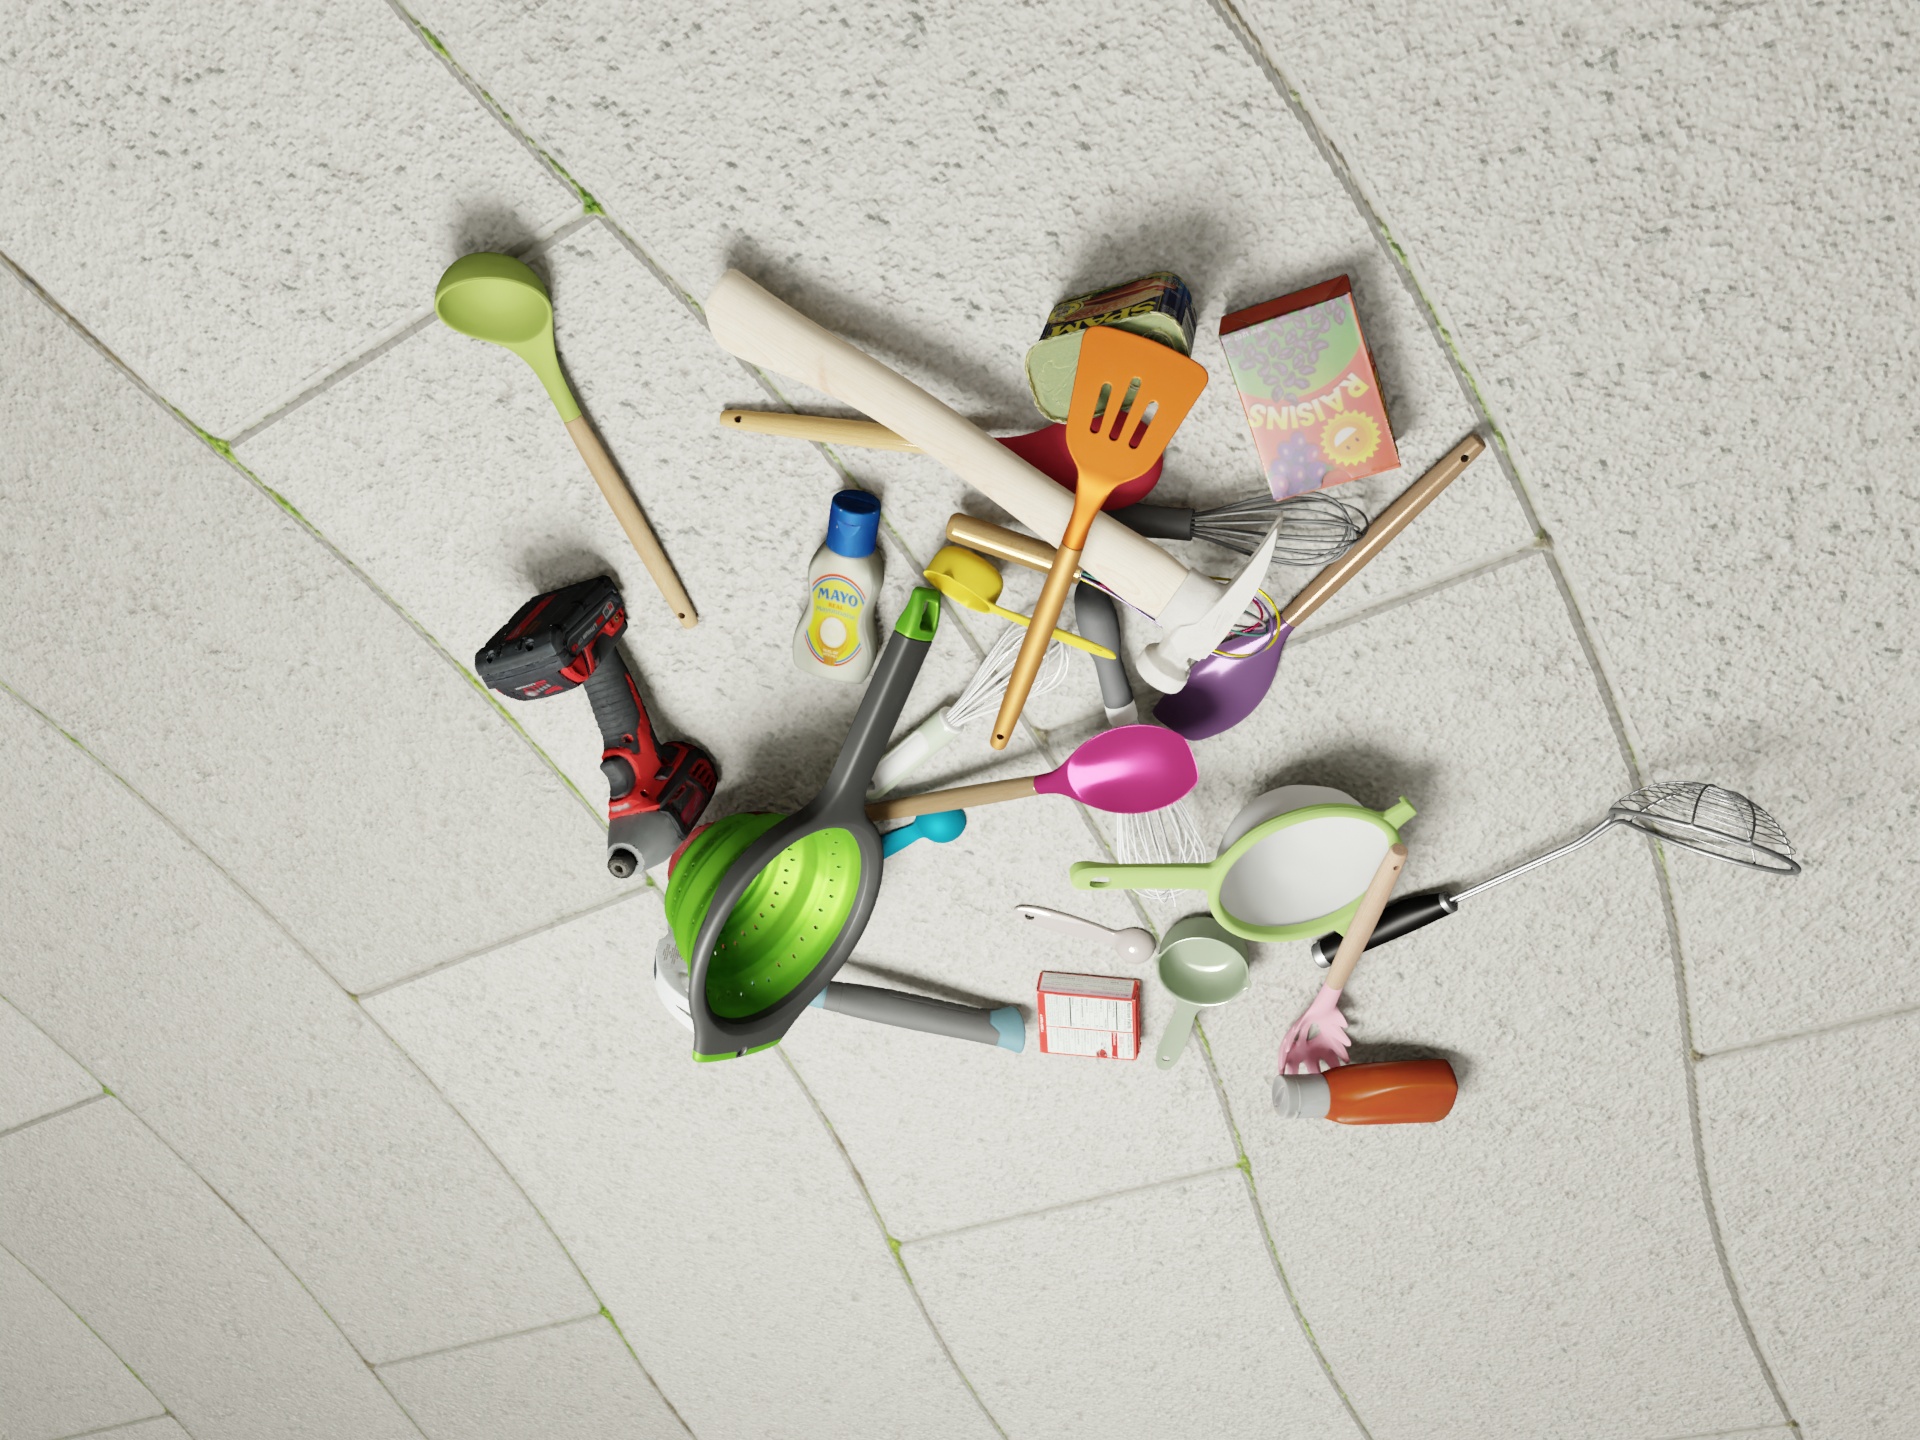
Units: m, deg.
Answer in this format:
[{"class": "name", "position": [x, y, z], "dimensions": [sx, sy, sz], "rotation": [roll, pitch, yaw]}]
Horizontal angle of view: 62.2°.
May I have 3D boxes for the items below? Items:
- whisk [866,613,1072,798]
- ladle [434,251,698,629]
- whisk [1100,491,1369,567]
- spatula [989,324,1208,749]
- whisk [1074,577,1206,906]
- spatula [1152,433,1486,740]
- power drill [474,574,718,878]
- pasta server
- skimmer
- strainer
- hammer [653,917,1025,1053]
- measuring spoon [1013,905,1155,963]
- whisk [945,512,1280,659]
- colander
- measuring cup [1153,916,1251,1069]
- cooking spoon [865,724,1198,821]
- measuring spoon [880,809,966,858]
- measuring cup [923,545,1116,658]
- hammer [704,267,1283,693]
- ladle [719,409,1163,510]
[{"class": "whisk", "position": [-0.002, -0.004, 1.223], "dimensions": [0.246, 0.059, 0.058], "rotation": [-39, 78, 37]}, {"class": "ladle", "position": [-0.273, -0.191, 1.153], "dimensions": [0.078, 0.062, 0.319], "rotation": [-13, 123, 21]}, {"class": "whisk", "position": [0.158, -0.138, 1.095], "dimensions": [0.239, 0.055, 0.055], "rotation": [6, 125, 15]}, {"class": "spatula", "position": [0.070, -0.102, 1.048], "dimensions": [0.081, 0.041, 0.322], "rotation": [22, 131, 3]}, {"class": "whisk", "position": [0.129, 0.020, 1.206], "dimensions": [0.070, 0.070, 0.284], "rotation": [-9, 116, 19]}, {"class": "spatula", "position": [0.251, -0.086, 1.122], "dimensions": [0.059, 0.018, 0.315], "rotation": [33, 126, -12]}, {"class": "power drill", "position": [-0.276, 0.012, 1.241], "dimensions": [0.078, 0.143, 0.219], "rotation": [-13, 118, 25]}, {"class": "pasta server", "position": [0.305, 0.200, 1.257], "dimensions": [0.060, 0.040, 0.316], "rotation": [-3, 140, -8]}, {"class": "skimmer", "position": [0.428, 0.139, 1.192], "dimensions": [0.363, 0.090, 0.127], "rotation": [-31, 144, 32]}, {"class": "strainer", "position": [0.202, 0.097, 1.200], "dimensions": [0.256, 0.069, 0.151], "rotation": [0, 133, -11]}, {"class": "hammer", "position": [-0.105, 0.241, 1.390], "dimensions": [0.331, 0.128, 0.033], "rotation": [12, 126, -5]}, {"class": "measuring spoon", "position": [0.103, 0.181, 1.343], "dimensions": [0.124, 0.018, 0.034], "rotation": [16, 126, 3]}, {"class": "whisk", "position": [0.108, -0.103, 1.120], "dimensions": [0.245, 0.051, 0.047], "rotation": [19, 130, 4]}, {"class": "colander", "position": [-0.127, 0.066, 1.213], "dimensions": [0.095, 0.204, 0.397], "rotation": [31, 104, 29]}, {"class": "measuring cup", "position": [0.194, 0.231, 1.346], "dimensions": [0.083, 0.038, 0.167], "rotation": [15, 128, 3]}, {"class": "cooking spoon", "position": [0.039, 0.053, 1.231], "dimensions": [0.319, 0.017, 0.068], "rotation": [-12, 105, 34]}, {"class": "measuring spoon", "position": [-0.051, 0.104, 1.323], "dimensions": [0.128, 0.021, 0.042], "rotation": [-28, 114, 27]}, {"class": "measuring cup", "position": [0.046, -0.084, 1.131], "dimensions": [0.156, 0.029, 0.062], "rotation": [25, 170, 20]}, {"class": "hammer", "position": [0.015, -0.183, 1.059], "dimensions": [0.410, 0.038, 0.146], "rotation": [33, 123, -2]}, {"class": "ladle", "position": [-0.018, -0.194, 1.103], "dimensions": [0.315, 0.031, 0.069], "rotation": [8, 96, 12]}]
